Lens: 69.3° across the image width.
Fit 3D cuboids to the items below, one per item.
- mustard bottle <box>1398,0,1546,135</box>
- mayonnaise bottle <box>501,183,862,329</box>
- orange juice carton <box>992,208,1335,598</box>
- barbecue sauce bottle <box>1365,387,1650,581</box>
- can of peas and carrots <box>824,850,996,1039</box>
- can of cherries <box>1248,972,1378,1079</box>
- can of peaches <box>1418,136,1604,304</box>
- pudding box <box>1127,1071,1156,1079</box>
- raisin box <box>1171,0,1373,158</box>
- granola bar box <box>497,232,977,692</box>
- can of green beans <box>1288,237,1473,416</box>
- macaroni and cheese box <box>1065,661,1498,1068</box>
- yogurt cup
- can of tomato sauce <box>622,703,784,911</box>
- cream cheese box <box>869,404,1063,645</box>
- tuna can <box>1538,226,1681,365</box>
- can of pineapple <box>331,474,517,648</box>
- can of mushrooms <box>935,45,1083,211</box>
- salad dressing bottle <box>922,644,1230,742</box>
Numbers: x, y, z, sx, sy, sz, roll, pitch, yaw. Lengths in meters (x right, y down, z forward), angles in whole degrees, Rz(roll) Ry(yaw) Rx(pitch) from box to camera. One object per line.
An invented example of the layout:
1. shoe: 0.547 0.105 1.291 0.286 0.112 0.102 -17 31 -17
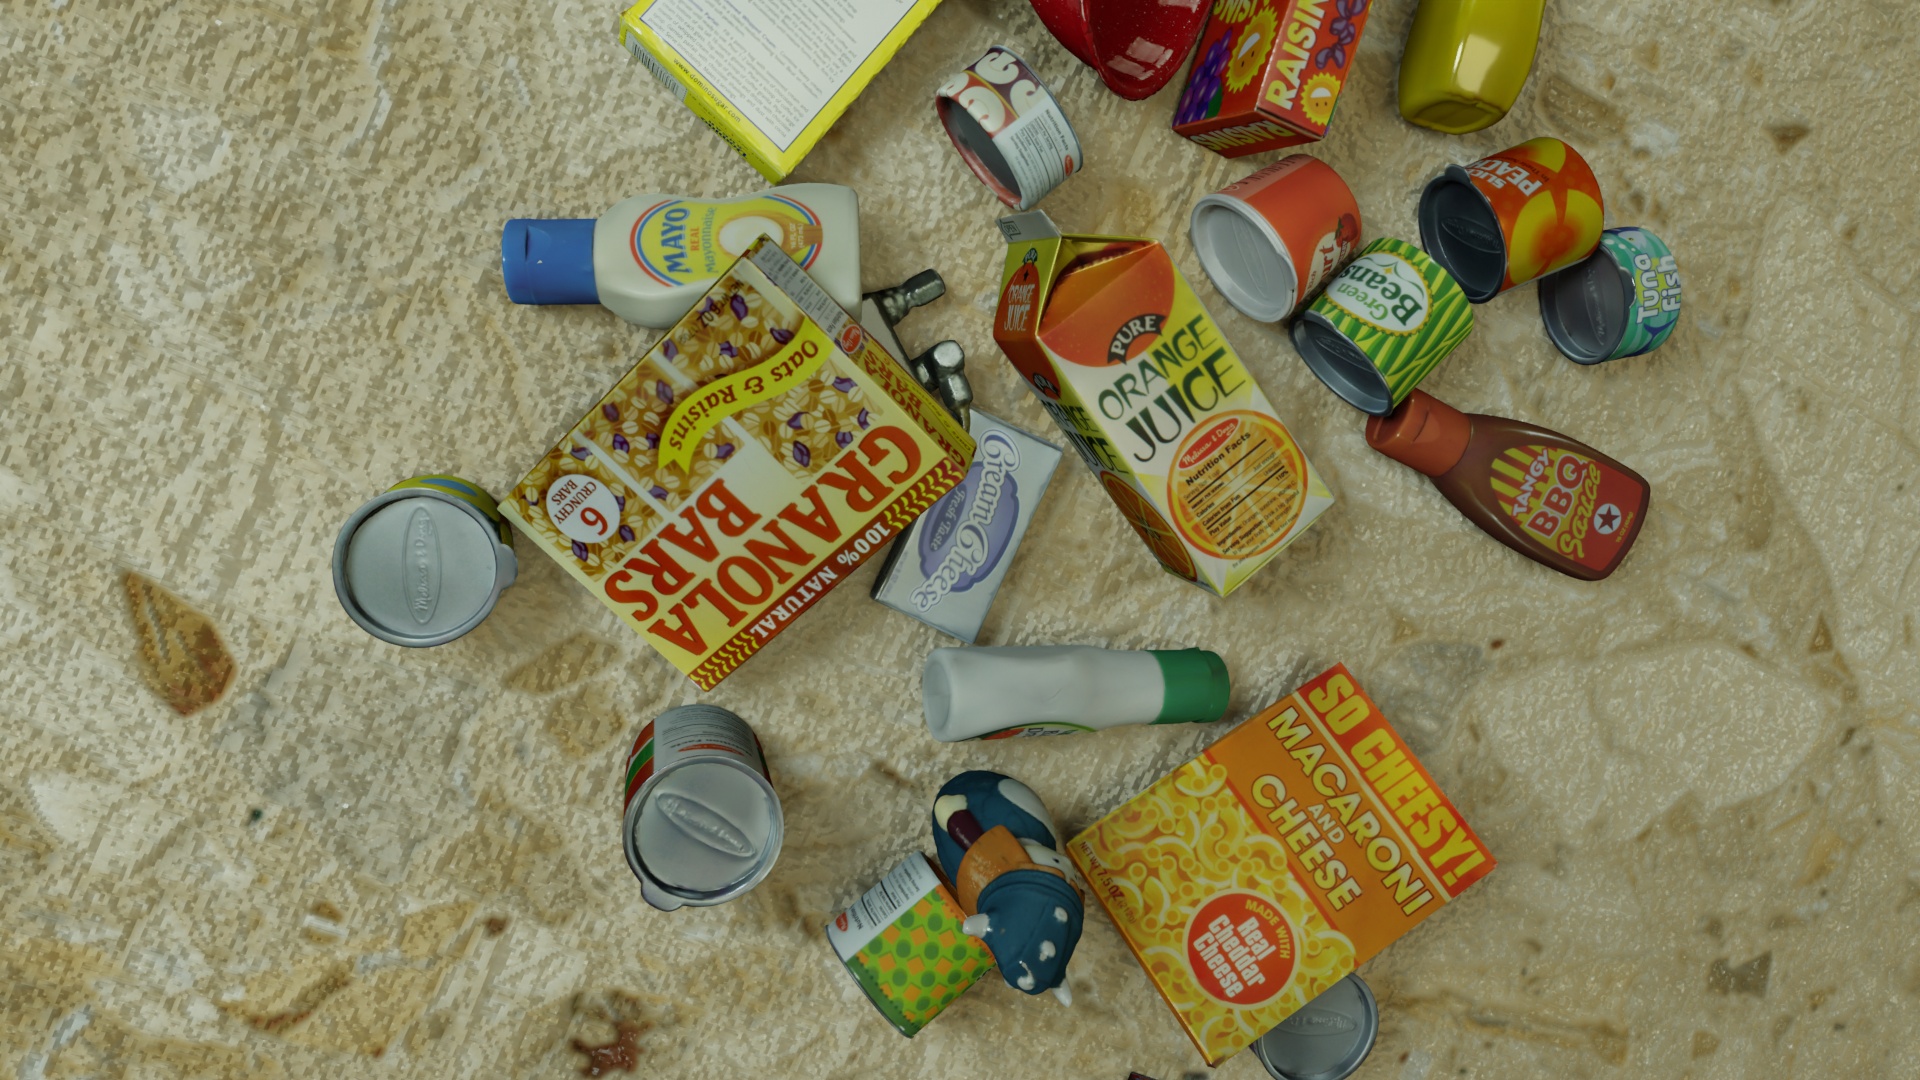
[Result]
1. mustard bottle: 0.254 -0.277 0.659 0.049 0.065 0.160 15 91 -11
2. mayonnaise bottle: -0.117 -0.120 0.595 0.148 0.041 0.065 -2 74 -5
3. orange juice carton: 0.082 -0.073 0.643 0.073 0.072 0.192 -39 105 -5
4. barbecue sauce bottle: 0.277 -0.034 0.711 0.148 0.044 0.065 24 94 -15
5. can of peas and carrots: -0.020 0.193 0.661 0.059 0.071 0.071 -39 105 -6
6. can of cherries: 0.173 0.236 0.718 0.071 0.058 0.071 -2 99 -12
7. can of peaches: 0.267 -0.158 0.677 0.058 0.071 0.071 -22 103 -10
8. pudding box: 0.119 0.319 0.732 0.084 0.030 0.049 24 91 -16
9. raisin box: 0.147 -0.240 0.626 0.040 0.086 0.123 18 94 -20
10. granola bar box: -0.094 -0.028 0.586 0.165 0.039 0.124 -39 106 25
11. can of green beans: 0.203 -0.103 0.670 0.058 0.071 0.071 -44 105 -4
12. macaroni and cheese box: 0.154 0.156 0.683 0.167 0.040 0.124 -32 72 -8
13. yogurt cup: 0.150 -0.145 0.654 0.054 0.072 0.072 -36 105 -14
14. can of tomato sauce: -0.116 0.117 0.617 0.071 0.083 0.071 -2 99 -13
15. cream cheese box: 0.002 -0.008 0.658 0.053 0.024 0.103 25 92 -16
16. tuna can: 0.326 -0.123 0.695 0.033 0.071 0.071 -12 101 -13
17. can of pineapple: -0.223 0.008 0.588 0.071 0.058 0.071 -2 99 -13
18. can of mushrooms: 0.020 -0.183 0.616 0.033 0.071 0.071 -40 105 -4
19. salad dressing bottle: 0.057 0.072 0.666 0.148 0.064 0.044 0 81 -21
